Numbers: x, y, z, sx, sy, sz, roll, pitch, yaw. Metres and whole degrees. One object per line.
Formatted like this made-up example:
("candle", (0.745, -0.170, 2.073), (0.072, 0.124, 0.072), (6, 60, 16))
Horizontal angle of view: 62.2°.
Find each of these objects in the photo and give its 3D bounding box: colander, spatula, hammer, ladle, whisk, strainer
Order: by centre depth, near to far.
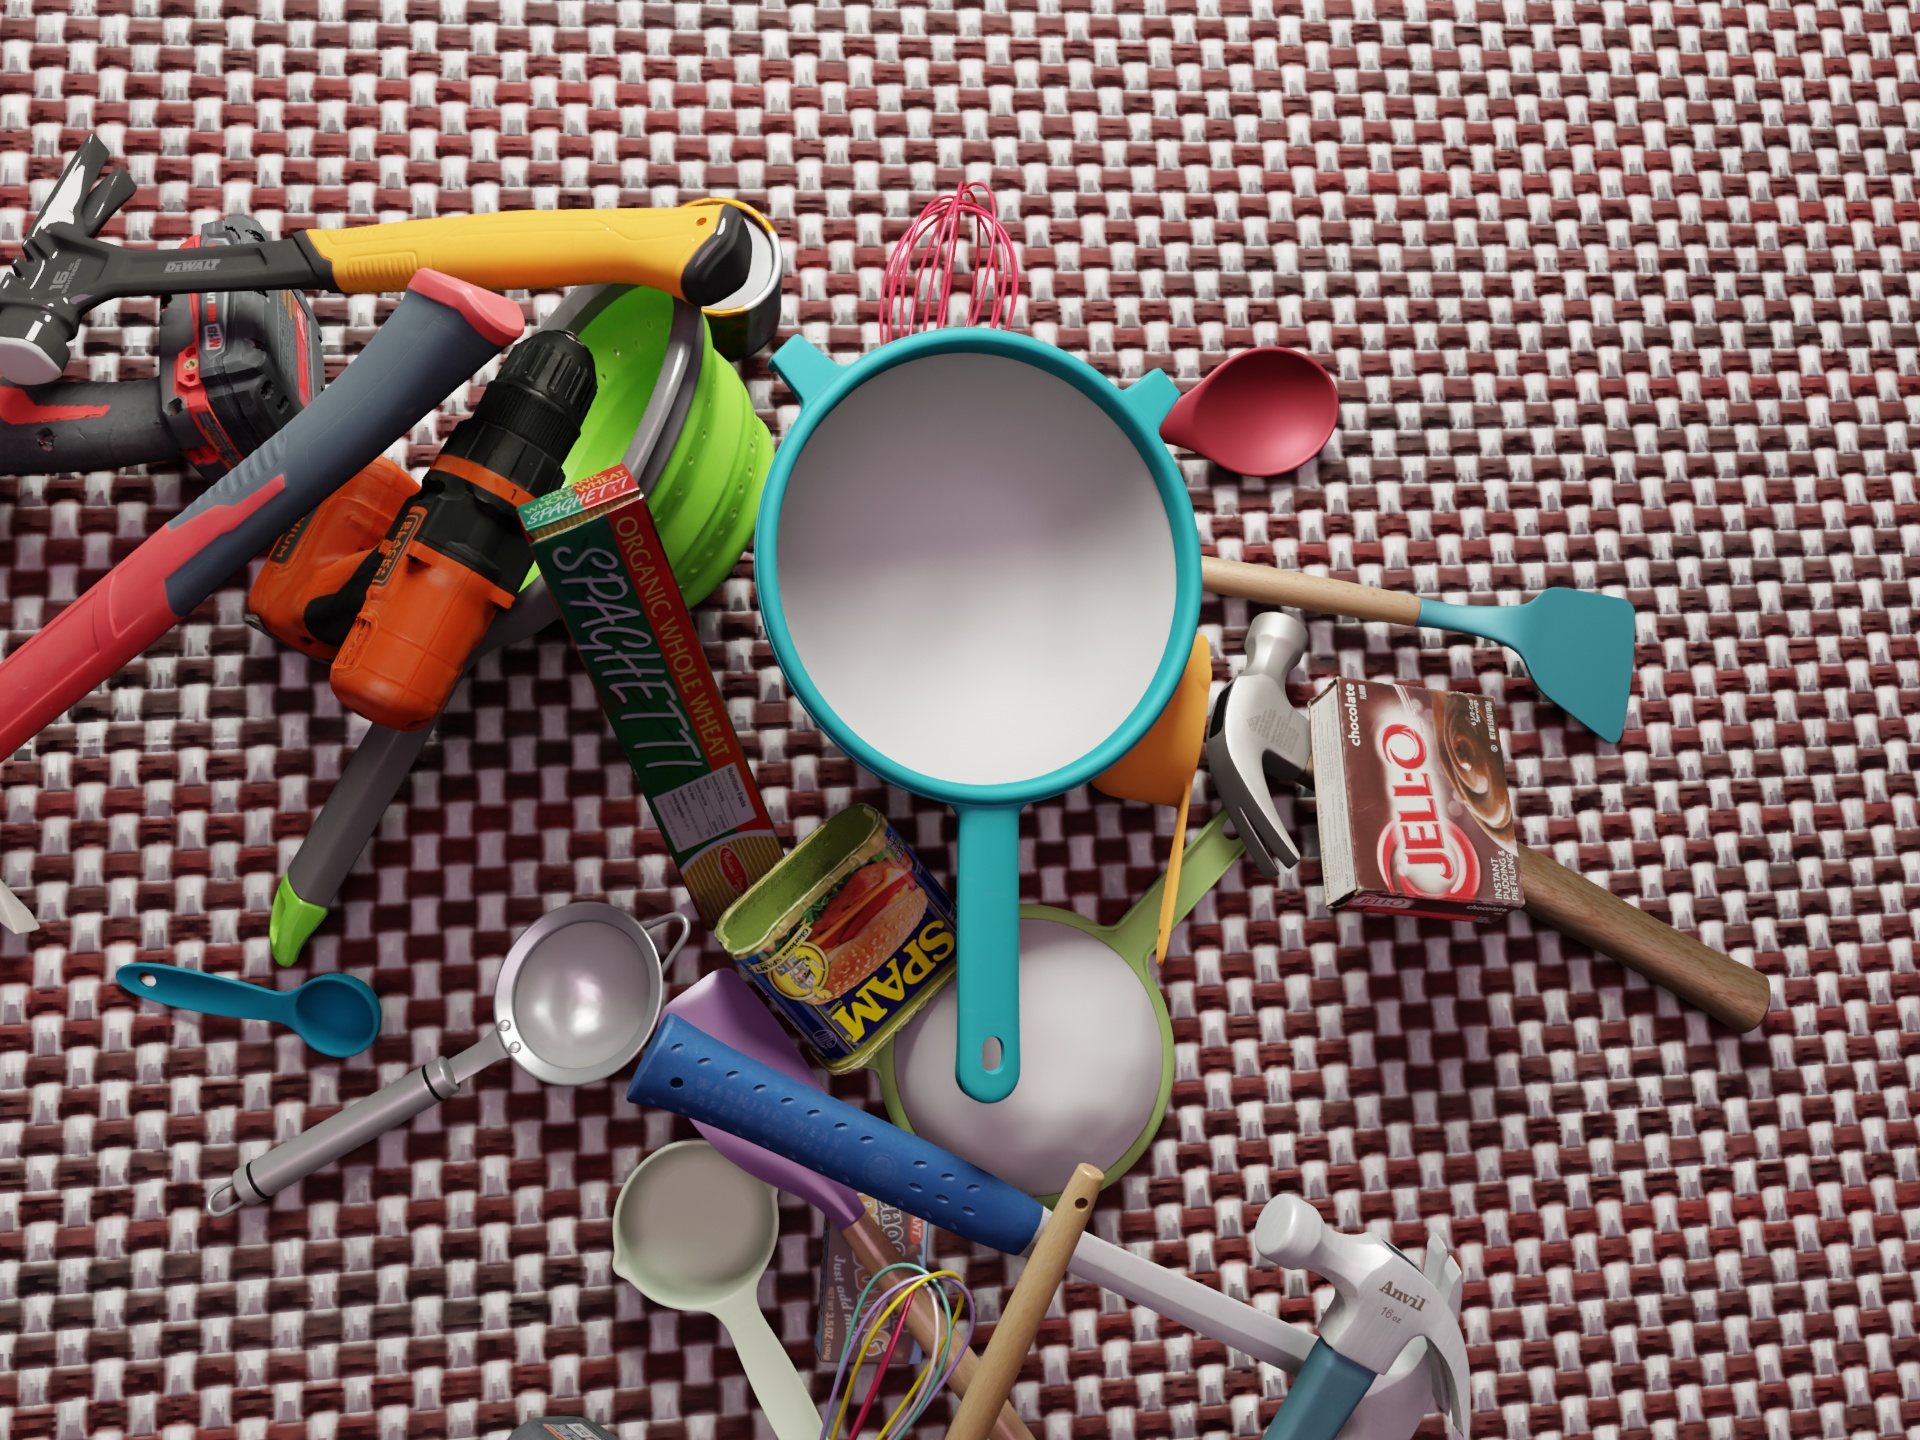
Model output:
("hammer", (-0.329, -0.053, 0.685), (0.386, 0.038, 0.143), (-32, 83, 18))
("hammer", (-0.253, -0.205, 0.690), (0.337, 0.034, 0.127), (1, 61, 11))
("ladle", (-0.006, 0.343, 0.697), (0.078, 0.062, 0.320), (23, 96, -9))
("whisk", (-0.064, 0.346, 0.707), (0.051, 0.047, 0.245), (29, 97, 14))
("hammer", (0.116, 0.380, 0.716), (0.128, 0.033, 0.331), (29, 94, -11))
("hammer", (0.044, 0.232, 0.727), (0.405, 0.035, 0.144), (27, 99, -9))
("strainer", (-0.001, -0.002, 0.734), (0.211, 0.095, 0.340), (0, 89, -21))
("spatula", (-0.036, 0.254, 0.736), (0.060, 0.018, 0.316), (-36, 86, -24))
("strainer", (-0.236, 0.163, 0.749), (0.258, 0.050, 0.087), (-29, 67, -5))
("colander", (-0.197, -0.046, 0.761), (0.094, 0.205, 0.397), (29, 94, -36))
("strainer", (0.073, 0.126, 0.779), (0.151, 0.069, 0.256), (44, 79, 2))
("ladle", (0.056, -0.142, 0.812), (0.315, 0.031, 0.069), (-13, 105, -22))
("whisk", (-0.022, -0.137, 0.821), (0.073, 0.073, 0.296), (12, 84, -5))
("hammer", (0.275, 0.074, 0.823), (0.331, 0.031, 0.130), (29, 60, -5))
("spatula", (0.216, -0.058, 0.855), (0.317, 0.044, 0.082), (11, 80, -1))

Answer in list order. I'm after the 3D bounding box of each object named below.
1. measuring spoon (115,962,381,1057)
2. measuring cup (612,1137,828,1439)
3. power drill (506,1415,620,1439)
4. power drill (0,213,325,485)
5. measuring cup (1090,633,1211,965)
("measuring spoon", (-0.334, 0.128, 0.754), (0.128, 0.021, 0.042), (10, 109, 3))
("measuring cup", (-0.104, 0.275, 0.748), (0.083, 0.038, 0.167), (-27, 88, -11))
("power drill", (-0.177, 0.439, 0.662), (0.185, 0.084, 0.226), (26, 78, 25))
("power drill", (-0.424, -0.159, 0.754), (0.219, 0.078, 0.143), (-14, 59, -4))
("measuring cup", (0.084, 0.034, 0.775), (0.052, 0.095, 0.174), (10, 62, 1))
